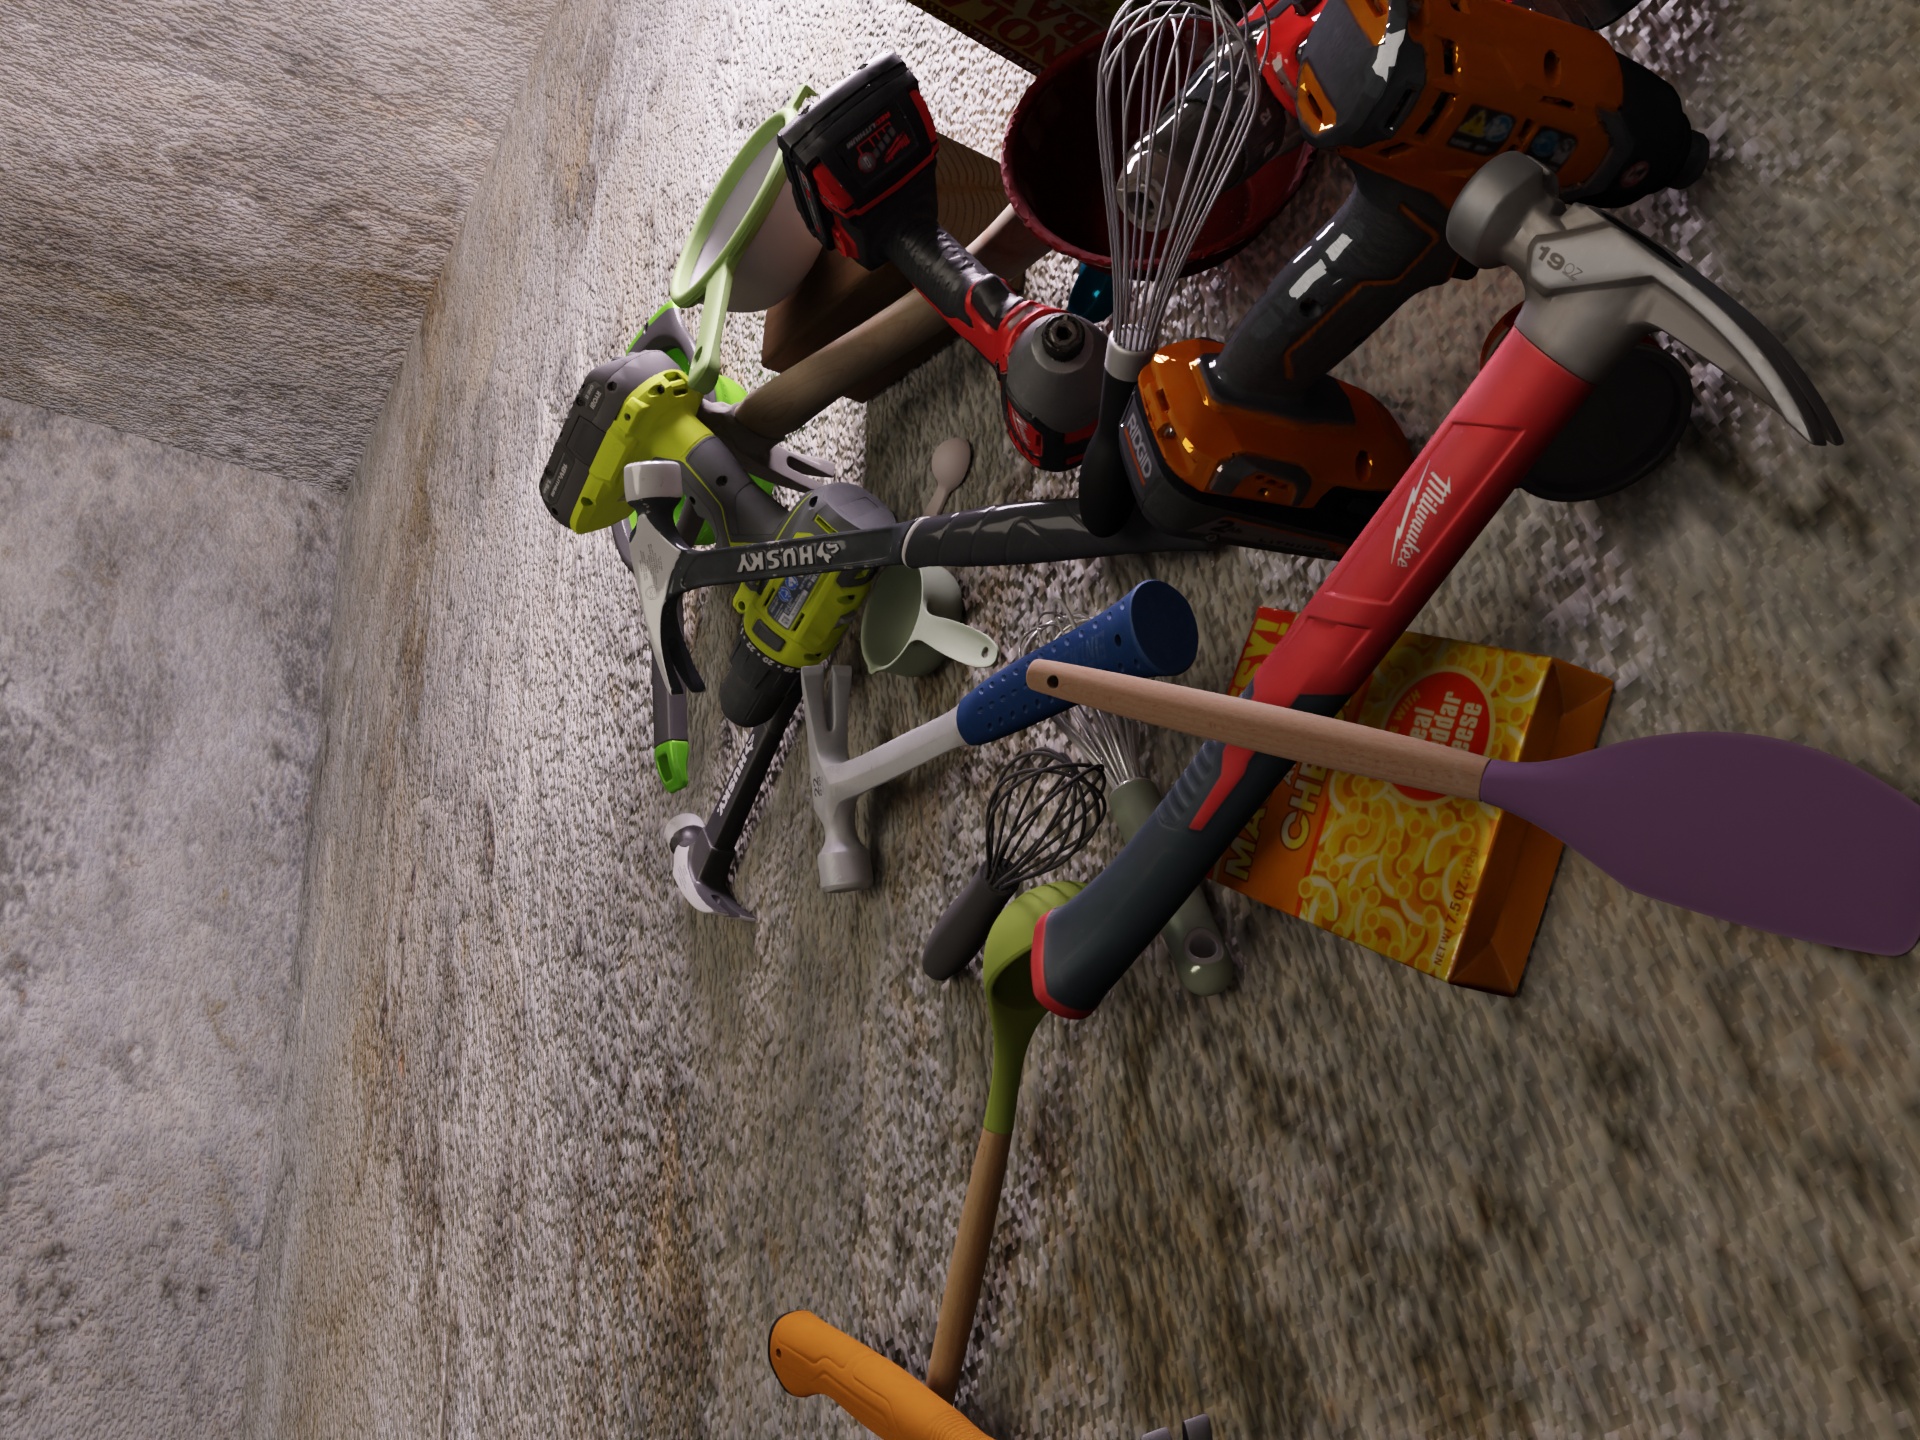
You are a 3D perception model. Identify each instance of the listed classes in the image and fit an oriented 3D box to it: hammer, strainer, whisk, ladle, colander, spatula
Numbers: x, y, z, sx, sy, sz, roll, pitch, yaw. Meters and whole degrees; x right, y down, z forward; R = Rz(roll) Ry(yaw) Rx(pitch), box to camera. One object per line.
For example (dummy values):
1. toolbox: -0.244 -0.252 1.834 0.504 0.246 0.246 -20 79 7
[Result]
1. hammer: -0.001 -0.003 0.855 0.405 0.035 0.144 -27 69 61
2. hammer: 0.141 -0.004 0.602 0.143 0.038 0.386 50 127 26
3. strainer: -0.133 -0.291 1.048 0.151 0.069 0.257 -38 37 39
4. hammer: -0.002 0.334 0.741 0.337 0.034 0.127 0 92 56
5. whisk: 0.079 -0.184 0.685 0.284 0.070 0.070 95 166 -49
6. whisk: 0.082 0.031 0.783 0.059 0.058 0.247 86 168 -49
7. ladle: 0.021 0.230 0.780 0.062 0.078 0.320 22 103 49
8. whisk: 0.018 0.083 0.815 0.238 0.055 0.055 118 152 -54
9. colander: -0.207 -0.136 1.294 0.204 0.094 0.397 -23 67 54
10. hammer: -0.040 -0.094 0.901 0.409 0.036 0.149 -1 94 36
11. hammer: -0.030 -0.252 1.031 0.410 0.146 0.038 -22 56 46
12. spatula: 0.158 0.013 0.552 0.316 0.018 0.059 14 101 33
13. hammer: -0.130 -0.009 1.154 0.334 0.035 0.146 -64 31 18

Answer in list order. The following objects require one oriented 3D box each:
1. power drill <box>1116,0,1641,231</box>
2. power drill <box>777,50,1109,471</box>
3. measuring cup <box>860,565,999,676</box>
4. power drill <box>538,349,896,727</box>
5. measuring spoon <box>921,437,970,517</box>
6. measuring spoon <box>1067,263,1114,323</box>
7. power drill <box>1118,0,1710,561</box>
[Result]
1. power drill: 0.176 -0.293 0.665 0.188 0.080 0.227 -48 20 -26
2. power drill: 0.002 -0.239 0.853 0.078 0.220 0.143 -39 -8 -3
3. measuring cup: -0.007 -0.053 0.970 0.168 0.038 0.083 28 101 57
4. power drill: -0.170 -0.121 1.075 0.228 0.080 0.190 41 122 9
5. measuring spoon: -0.028 -0.133 1.056 0.124 0.018 0.034 -63 32 21
6. measuring spoon: 0.085 -0.283 0.946 0.042 0.021 0.129 -39 36 48
7. power drill: 0.175 -0.168 0.627 0.226 0.164 0.084 119 149 -45
